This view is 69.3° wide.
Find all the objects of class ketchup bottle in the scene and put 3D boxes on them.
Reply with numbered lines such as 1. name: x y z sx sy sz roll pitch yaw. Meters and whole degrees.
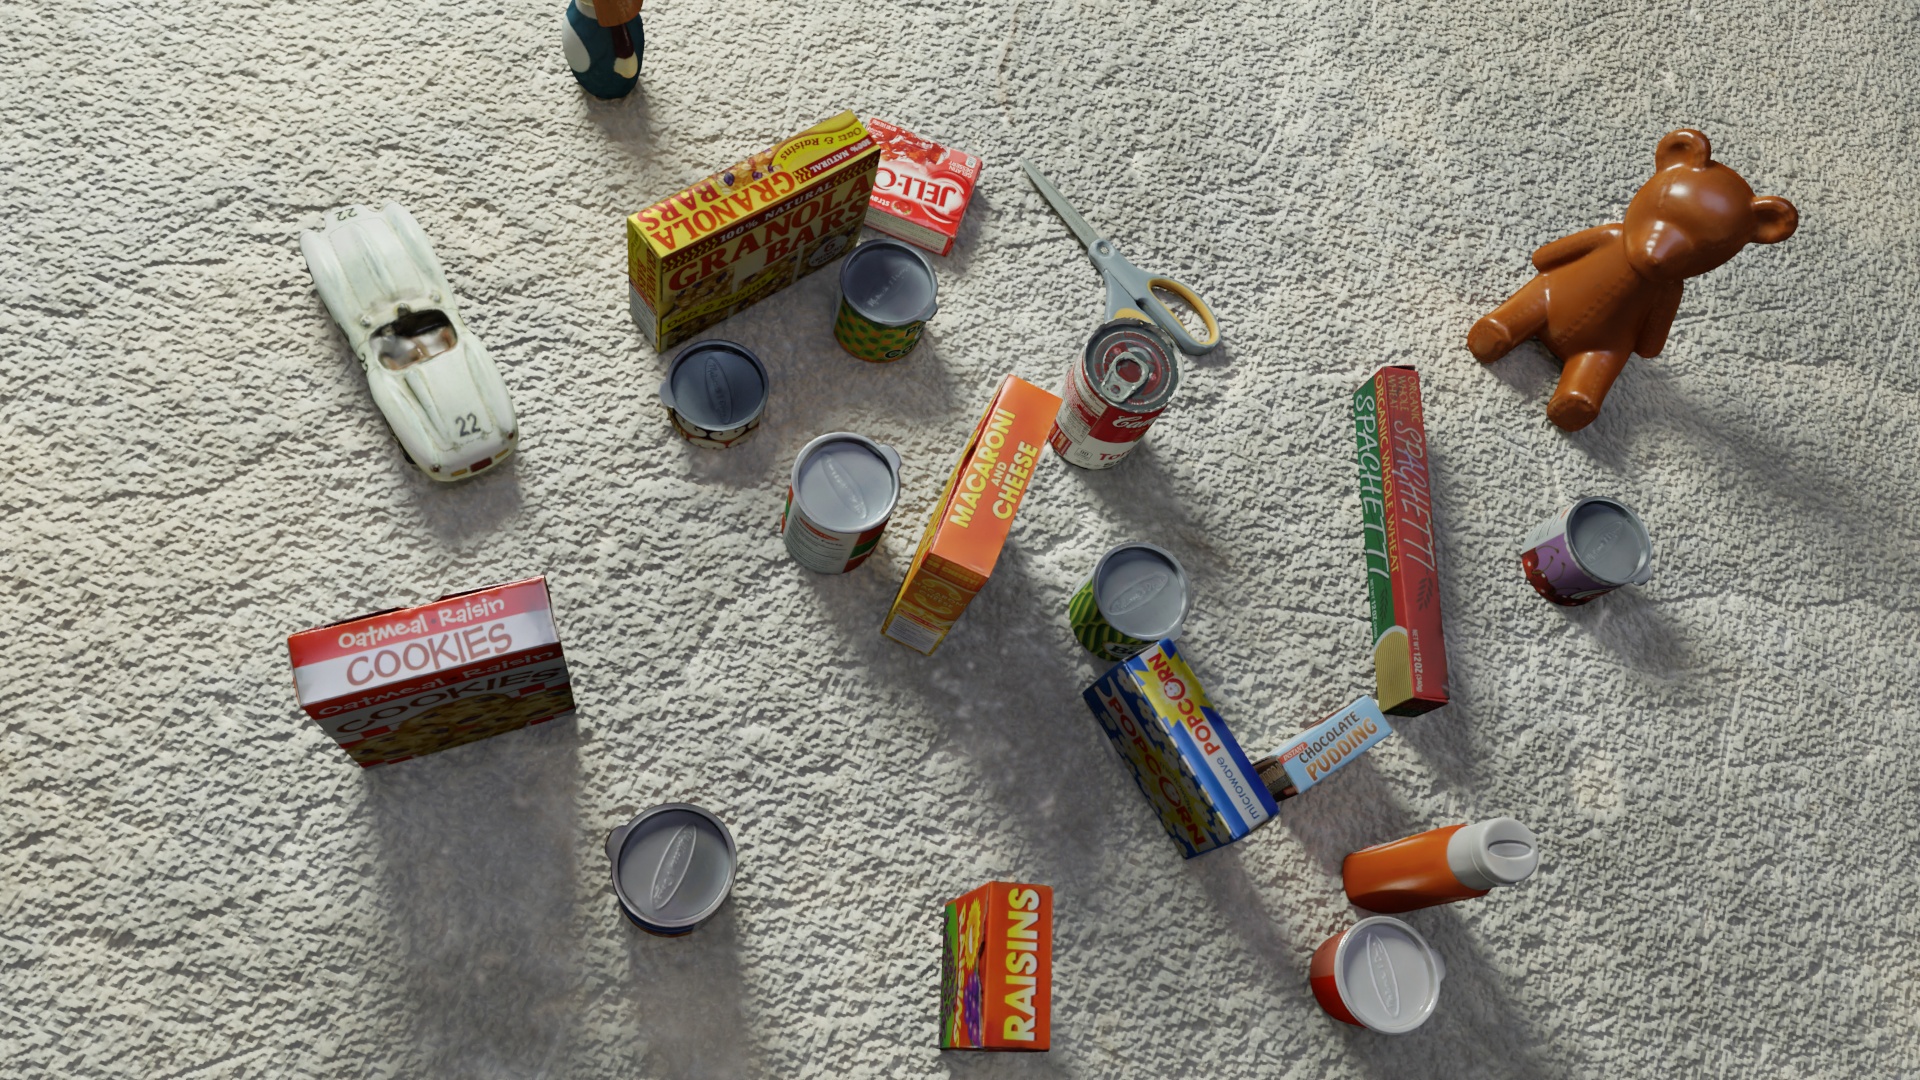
1. ketchup bottle: 0.292 0.197 0.840 0.065 0.148 0.043 2 70 -12

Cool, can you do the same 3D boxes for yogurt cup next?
1. yogurt cup: 0.252 0.269 0.856 0.072 0.053 0.072 4 69 -11

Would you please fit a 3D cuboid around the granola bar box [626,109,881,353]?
1. granola bar box: -0.136 -0.199 0.907 0.166 0.123 0.039 -33 80 -21

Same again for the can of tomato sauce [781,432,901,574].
1. can of tomato sauce: -0.076 -0.023 0.876 0.071 0.082 0.071 4 69 -11

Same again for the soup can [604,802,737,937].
1. soup can: -0.163 0.185 0.778 0.071 0.083 0.071 4 69 -11

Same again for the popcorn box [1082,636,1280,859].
1. popcorn box: 0.135 0.131 0.865 0.038 0.085 0.127 -27 78 -20

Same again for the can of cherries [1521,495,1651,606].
1. can of cherries: 0.449 0.011 0.995 0.071 0.058 0.072 4 69 -11

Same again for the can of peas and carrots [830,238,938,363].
1. can of peas and carrots: -0.051 -0.161 0.947 0.071 0.058 0.071 4 69 -11

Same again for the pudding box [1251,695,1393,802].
1. pudding box: 0.234 0.136 0.904 0.084 0.049 0.030 -27 78 -20

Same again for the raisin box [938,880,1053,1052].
1. raisin box: 0.018 0.240 0.776 0.040 0.123 0.086 7 69 -10

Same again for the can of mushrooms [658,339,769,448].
1. can of mushrooms: -0.162 -0.095 0.911 0.071 0.033 0.071 4 69 -11

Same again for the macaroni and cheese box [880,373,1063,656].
1. macaroni and cheese box: 0.003 -0.011 0.844 0.040 0.165 0.124 25 67 -3

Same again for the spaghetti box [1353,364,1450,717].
1. spaghetti box: 0.307 -0.003 0.973 0.029 0.050 0.251 6 69 -11

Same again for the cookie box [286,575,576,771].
1. cookie box: -0.277 0.074 0.749 0.123 0.166 0.040 -15 74 -17

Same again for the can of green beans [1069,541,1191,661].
1. can of green beans: 0.110 0.041 0.908 0.071 0.057 0.071 4 69 -11
